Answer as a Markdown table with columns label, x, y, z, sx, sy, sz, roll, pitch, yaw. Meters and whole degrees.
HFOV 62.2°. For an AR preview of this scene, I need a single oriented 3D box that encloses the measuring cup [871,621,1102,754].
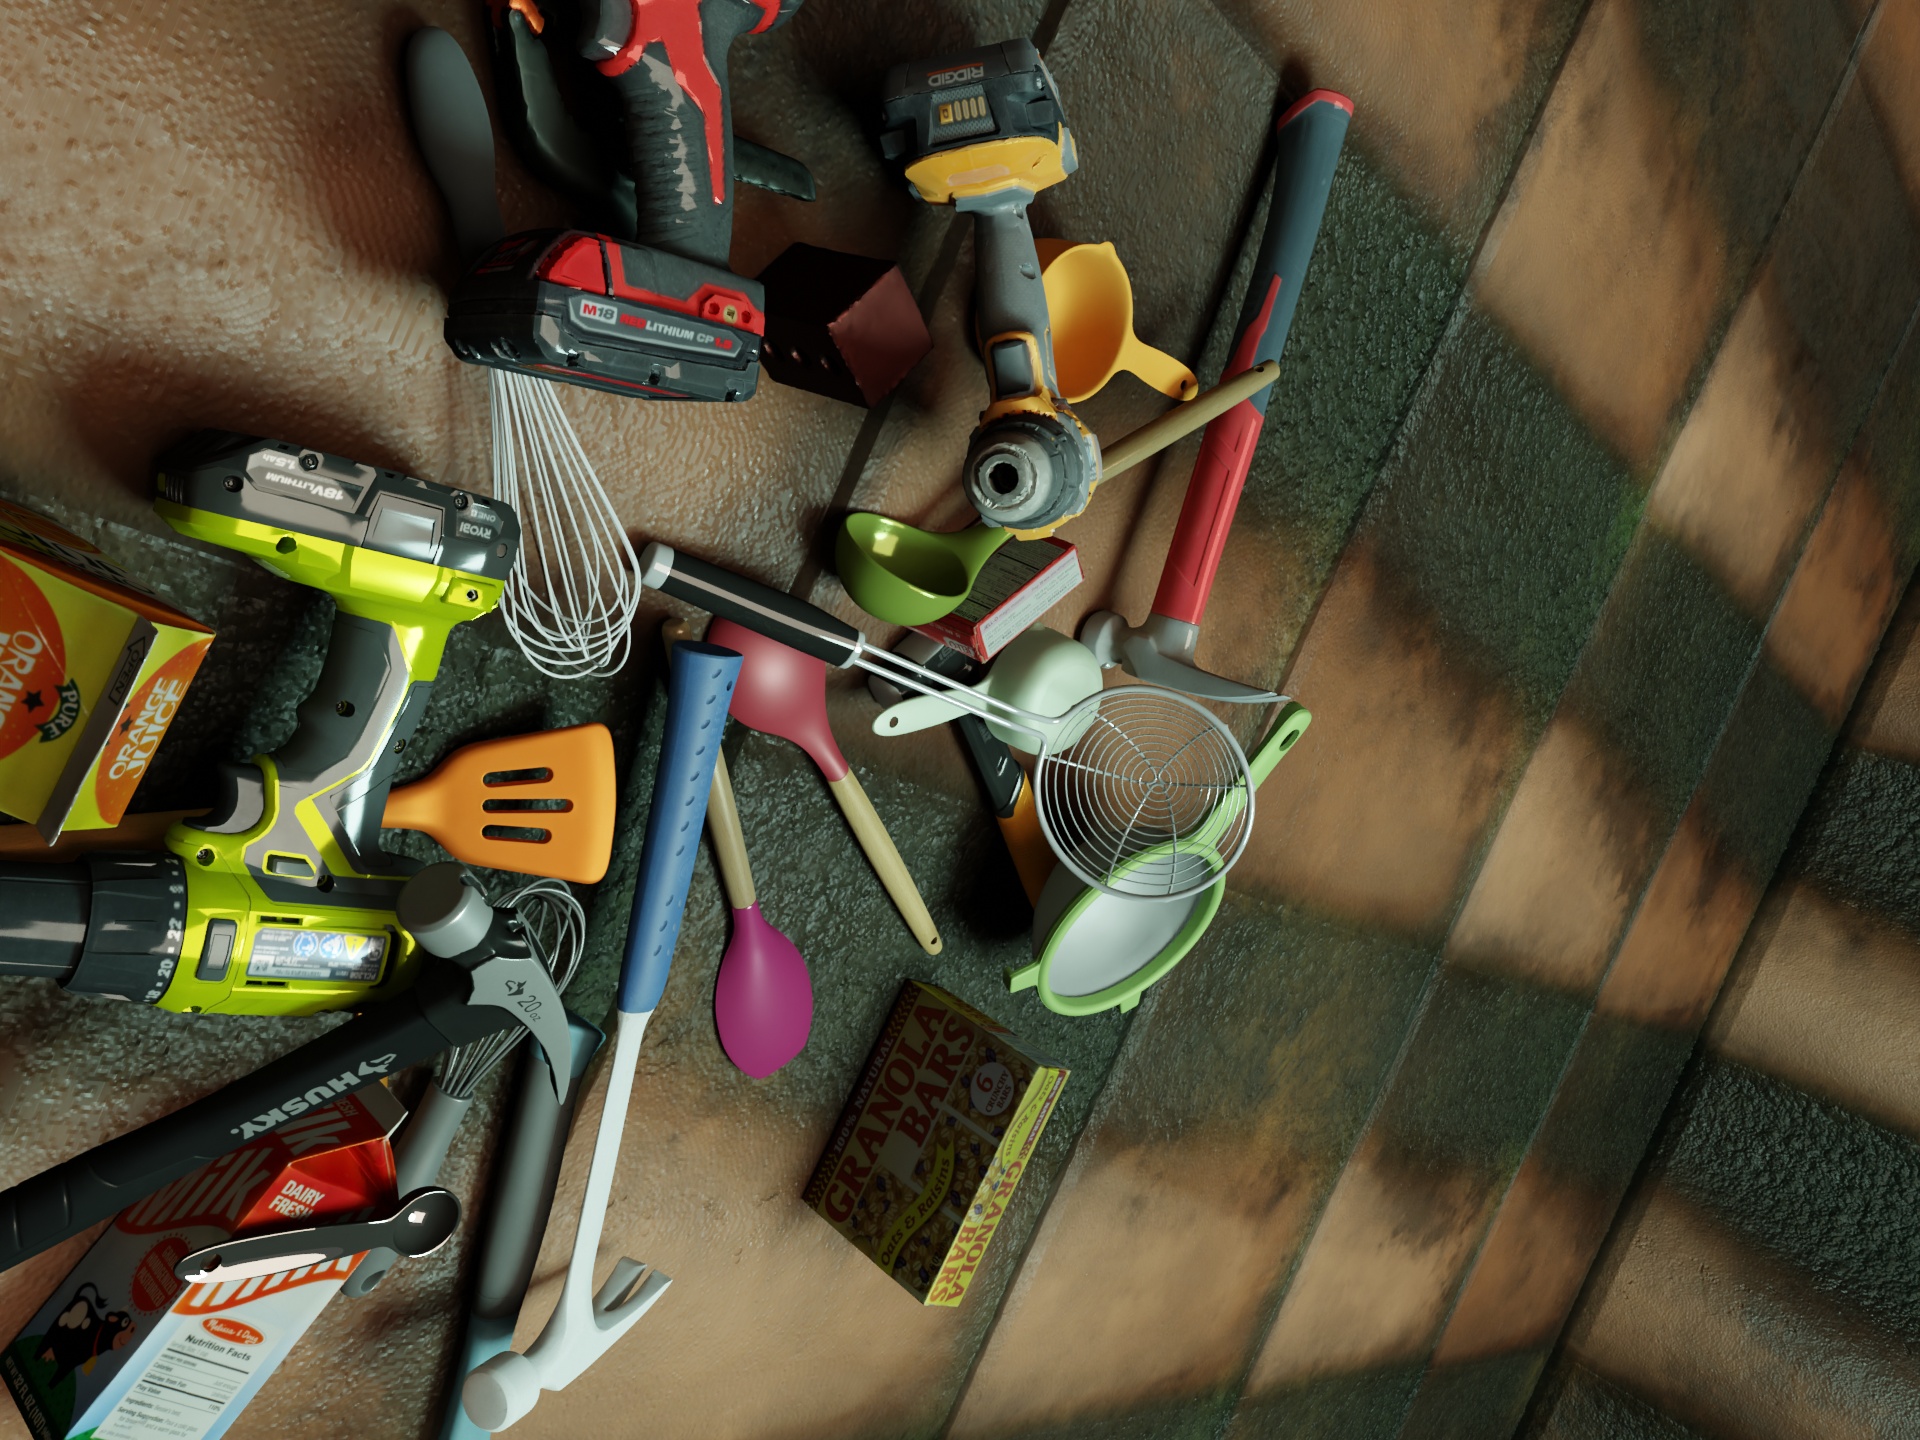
| label | x | y | z | sx | sy | sz | roll | pitch | yaw |
| --- | --- | --- | --- | --- | --- | --- | --- | --- | --- |
| measuring cup | 0.021 | -0.007 | 0.937 | 0.167 | 0.038 | 0.083 | -14 | 120 | -42 |

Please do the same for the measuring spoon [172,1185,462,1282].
| label | x | y | z | sx | sy | sz | roll | pitch | yaw |
| --- | --- | --- | --- | --- | --- | --- | --- | --- | --- |
| measuring spoon | -0.283 | 0.227 | 0.703 | 0.124 | 0.018 | 0.034 | 2 | 108 | -41 |

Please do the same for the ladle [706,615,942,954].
| label | x | y | z | sx | sy | sz | roll | pitch | yaw |
| --- | --- | --- | --- | --- | --- | --- | --- | --- | --- |
| ladle | -0.065 | 0.047 | 0.939 | 0.069 | 0.031 | 0.315 | -45 | 137 | -20 |

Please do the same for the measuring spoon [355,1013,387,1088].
| label | x | y | z | sx | sy | sz | roll | pitch | yaw |
| --- | --- | --- | --- | --- | --- | --- | --- | --- | --- |
| measuring spoon | -0.287 | 0.163 | 0.776 | 0.021 | 0.011 | 0.117 | -7 | 114 | -44 |

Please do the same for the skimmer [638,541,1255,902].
| label | x | y | z | sx | sy | sz | roll | pitch | yaw |
| --- | --- | --- | --- | --- | --- | --- | --- | --- | --- |
| skimmer | -0.001 | -0.003 | 0.849 | 0.363 | 0.090 | 0.127 | 23 | 113 | -29 |

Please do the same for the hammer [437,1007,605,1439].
| label | x | y | z | sx | sy | sz | roll | pitch | yaw |
| --- | --- | --- | --- | --- | --- | --- | --- | --- | --- |
| hammer | -0.250 | 0.310 | 0.872 | 0.128 | 0.033 | 0.331 | 4 | 106 | -48 |

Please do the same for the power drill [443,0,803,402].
| label | x | y | z | sx | sy | sz | roll | pitch | yaw |
| --- | --- | --- | --- | --- | --- | --- | --- | --- | --- |
| power drill | -0.134 | -0.245 | 0.632 | 0.143 | 0.079 | 0.219 | 4 | 96 | -44 |

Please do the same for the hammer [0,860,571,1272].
| label | x | y | z | sx | sy | sz | roll | pitch | yaw |
| --- | --- | --- | --- | --- | --- | --- | --- | --- | --- |
| hammer | -0.317 | 0.175 | 0.641 | 0.335 | 0.035 | 0.146 | -27 | 142 | -5 |

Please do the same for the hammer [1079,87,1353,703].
| label | x | y | z | sx | sy | sz | roll | pitch | yaw |
| --- | --- | --- | --- | --- | --- | --- | --- | --- | --- |
| hammer | 0.193 | -0.204 | 1.009 | 0.038 | 0.143 | 0.386 | 11 | 97 | -55 |

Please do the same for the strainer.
| label | x | y | z | sx | sy | sz | roll | pitch | yaw |
| --- | --- | --- | --- | --- | --- | --- | --- | --- | --- |
| strainer | 0.127 | 0.078 | 1.039 | 0.151 | 0.069 | 0.256 | 21 | 110 | -49 |

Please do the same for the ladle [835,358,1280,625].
| label | x | y | z | sx | sy | sz | roll | pitch | yaw |
| --- | --- | --- | --- | --- | --- | --- | --- | --- | --- |
| ladle | 0.067 | -0.146 | 0.915 | 0.320 | 0.078 | 0.062 | -32 | 151 | -21 |

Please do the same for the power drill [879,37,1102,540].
| label | x | y | z | sx | sy | sz | roll | pitch | yaw |
| --- | --- | --- | --- | --- | --- | --- | --- | --- | --- |
| power drill | 0.020 | -0.200 | 0.766 | 0.185 | 0.084 | 0.226 | -49 | 131 | -75 |

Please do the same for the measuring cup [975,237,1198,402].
| label | x | y | z | sx | sy | sz | roll | pitch | yaw |
| --- | --- | --- | --- | --- | --- | --- | --- | --- | --- |
| measuring cup | 0.076 | -0.222 | 0.932 | 0.173 | 0.052 | 0.095 | 12 | 100 | -50 |

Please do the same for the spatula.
| label | x | y | z | sx | sy | sz | roll | pitch | yaw |
| --- | --- | --- | --- | --- | --- | --- | --- | --- | --- |
| spatula | -0.299 | 0.046 | 0.683 | 0.322 | 0.041 | 0.081 | -4 | 101 | -44 |

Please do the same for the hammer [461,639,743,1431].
| label | x | y | z | sx | sy | sz | roll | pitch | yaw |
| --- | --- | --- | --- | --- | --- | --- | --- | --- | --- |
| hammer | -0.169 | 0.158 | 0.833 | 0.144 | 0.035 | 0.405 | -9 | 114 | -68 |

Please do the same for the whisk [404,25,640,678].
| label | x | y | z | sx | sy | sz | roll | pitch | yaw |
| --- | --- | --- | --- | --- | --- | --- | --- | --- | --- |
| whisk | -0.191 | -0.147 | 0.689 | 0.070 | 0.070 | 0.284 | -28 | 122 | -34 |

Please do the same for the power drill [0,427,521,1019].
| label | x | y | z | sx | sy | sz | roll | pitch | yaw |
| --- | --- | --- | --- | --- | --- | --- | --- | --- | --- |
| power drill | -0.279 | 0.006 | 0.631 | 0.190 | 0.080 | 0.228 | 12 | 92 | -41 |

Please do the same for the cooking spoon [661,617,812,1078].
| label | x | y | z | sx | sy | sz | roll | pitch | yaw |
| --- | --- | --- | --- | --- | --- | --- | --- | --- | --- |
| cooking spoon | -0.127 | 0.082 | 0.896 | 0.069 | 0.017 | 0.318 | -33 | 130 | -32 |

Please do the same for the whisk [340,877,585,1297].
| label | x | y | z | sx | sy | sz | roll | pitch | yaw |
| --- | --- | --- | --- | --- | --- | --- | --- | --- | --- |
| whisk | -0.255 | 0.186 | 0.800 | 0.055 | 0.055 | 0.239 | 23 | 97 | -49 |

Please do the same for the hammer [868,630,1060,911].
| label | x | y | z | sx | sy | sz | roll | pitch | yaw |
| --- | --- | --- | --- | --- | --- | --- | --- | --- | --- |
| hammer | 0.043 | 0.056 | 1.048 | 0.127 | 0.034 | 0.336 | -42 | 134 | -22 |
